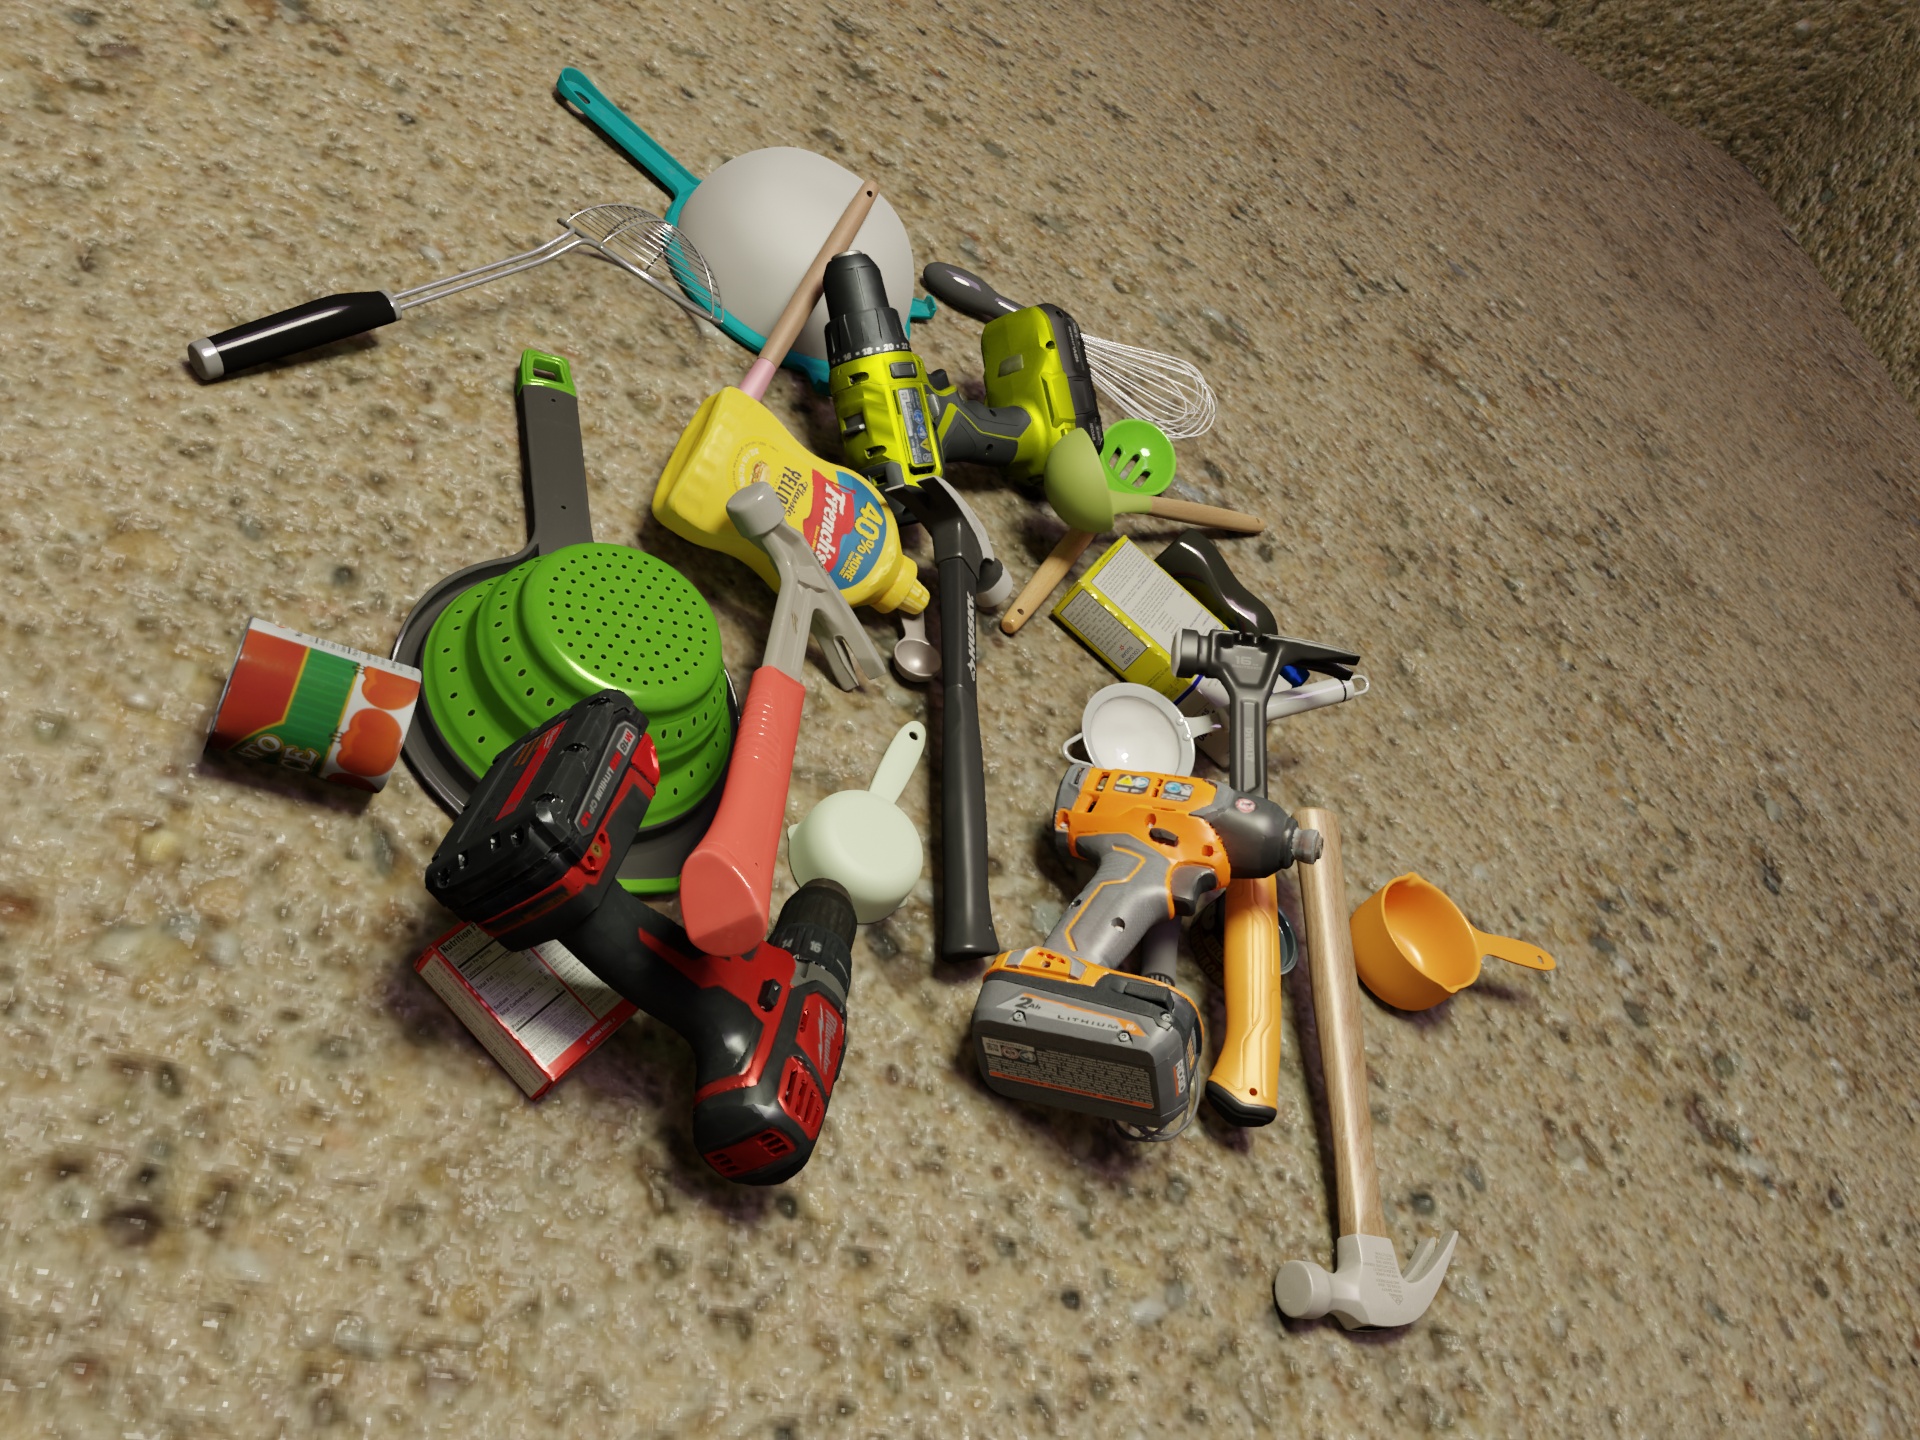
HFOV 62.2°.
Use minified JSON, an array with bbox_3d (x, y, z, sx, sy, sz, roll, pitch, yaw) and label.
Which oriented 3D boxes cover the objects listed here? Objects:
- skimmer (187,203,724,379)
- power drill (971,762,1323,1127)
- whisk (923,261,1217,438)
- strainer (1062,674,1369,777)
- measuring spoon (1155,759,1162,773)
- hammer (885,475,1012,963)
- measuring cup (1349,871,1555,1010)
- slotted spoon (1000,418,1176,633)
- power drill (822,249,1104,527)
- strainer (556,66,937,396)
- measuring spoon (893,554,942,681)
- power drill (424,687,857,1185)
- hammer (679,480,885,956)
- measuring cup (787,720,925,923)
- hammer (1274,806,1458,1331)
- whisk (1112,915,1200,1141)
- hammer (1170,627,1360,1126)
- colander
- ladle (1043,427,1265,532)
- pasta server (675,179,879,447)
[{"bbox_3d":[-0.310,-0.257,1.022,0.127,0.090,0.363,37,49,26],"label":"skimmer"},{"bbox_3d":[0.112,0.118,0.923,0.164,0.084,0.227,7,43,21],"label":"power drill"},{"bbox_3d":[0.096,-0.324,1.370,0.284,0.070,0.070,25,44,-11],"label":"whisk"},{"bbox_3d":[0.180,0.002,1.116,0.258,0.050,0.087,-13,73,-20],"label":"strainer"},{"bbox_3d":[0.176,0.074,1.120,0.117,0.011,0.021,49,42,4],"label":"measuring spoon"},{"bbox_3d":[-0.002,-0.003,0.998,0.146,0.035,0.335,52,30,-51],"label":"hammer"},{"bbox_3d":[0.349,0.169,1.135,0.173,0.052,0.095,15,47,-28],"label":"measuring cup"},{"bbox_3d":[0.097,-0.153,1.242,0.070,0.031,0.314,39,43,-2],"label":"slotted spoon"},{"bbox_3d":[-0.004,-0.246,1.164,0.228,0.080,0.190,-16,95,-46],"label":"power drill"},{"bbox_3d":[-0.162,-0.410,1.217,0.340,0.095,0.211,41,42,-2],"label":"strainer"},{"bbox_3d":[-0.036,-0.069,1.083,0.034,0.018,0.124,9,43,-20],"label":"measuring spoon"},{"bbox_3d":[-0.133,0.093,0.782,0.226,0.080,0.188,51,27,-23],"label":"power drill"},{"bbox_3d":[-0.095,0.005,0.838,0.149,0.036,0.359,59,15,-27],"label":"hammer"},{"bbox_3d":[-0.044,0.047,0.954,0.083,0.038,0.168,34,44,-8],"label":"measuring cup"},{"bbox_3d":[0.242,0.208,1.000,0.130,0.031,0.332,19,56,-28],"label":"hammer"},{"bbox_3d":[0.123,0.159,0.980,0.055,0.055,0.239,28,39,-14],"label":"whisk"},{"bbox_3d":[0.194,0.092,1.020,0.127,0.034,0.337,6,61,1],"label":"hammer"},{"bbox_3d":[-0.213,-0.095,0.909,0.204,0.094,0.398,8,51,-31],"label":"colander"},{"bbox_3d":[0.169,-0.173,1.255,0.320,0.062,0.078,0,67,-51],"label":"ladle"},{"bbox_3d":[-0.119,-0.268,1.103,0.060,0.040,0.316,38,61,-25],"label":"pasta server"}]
